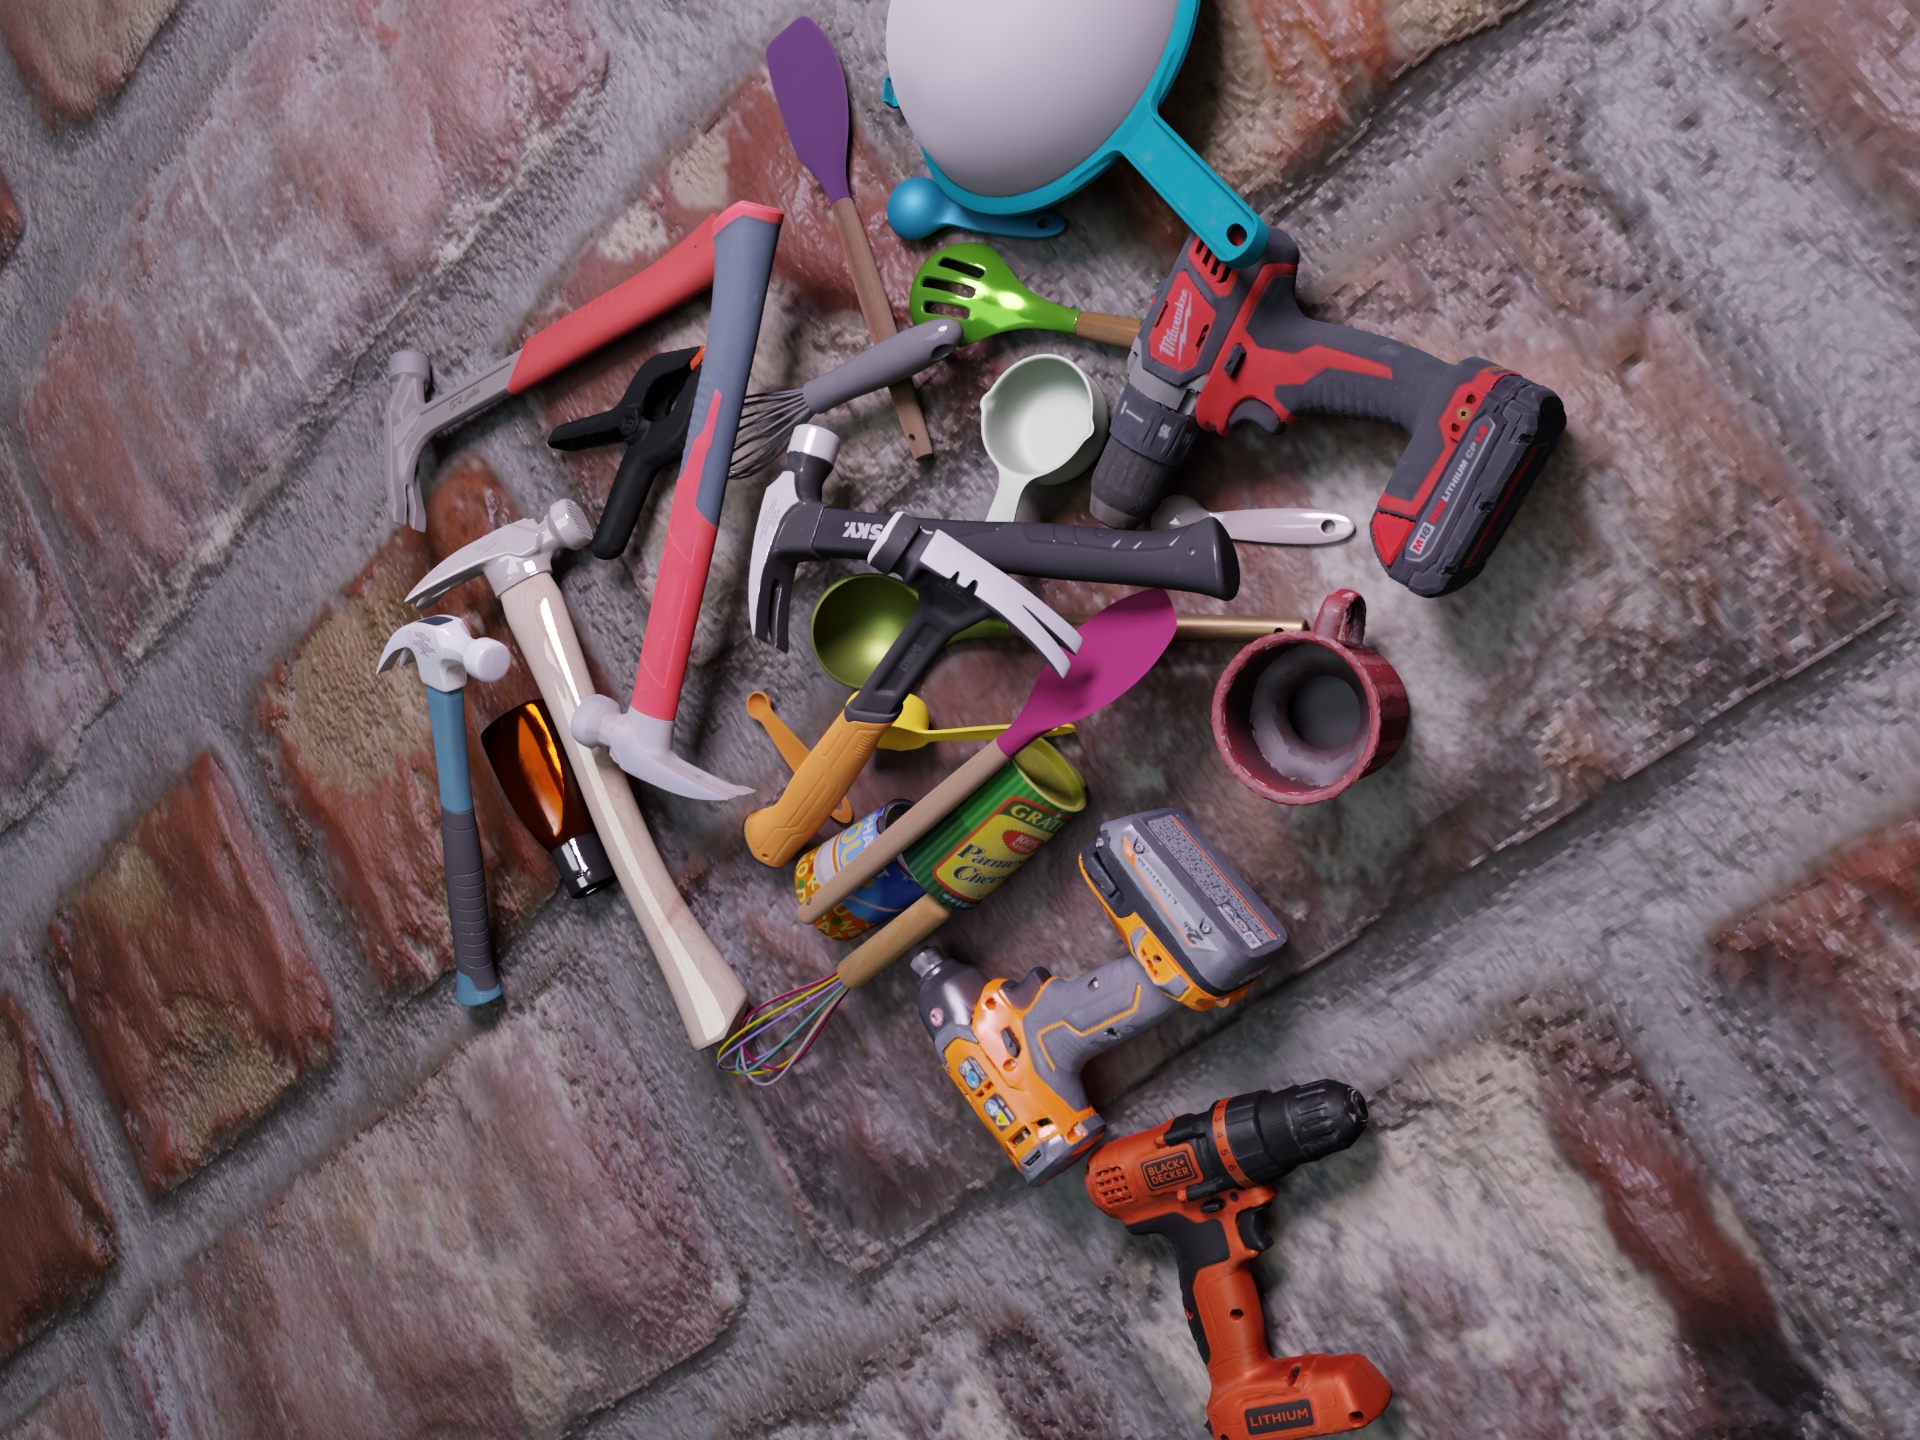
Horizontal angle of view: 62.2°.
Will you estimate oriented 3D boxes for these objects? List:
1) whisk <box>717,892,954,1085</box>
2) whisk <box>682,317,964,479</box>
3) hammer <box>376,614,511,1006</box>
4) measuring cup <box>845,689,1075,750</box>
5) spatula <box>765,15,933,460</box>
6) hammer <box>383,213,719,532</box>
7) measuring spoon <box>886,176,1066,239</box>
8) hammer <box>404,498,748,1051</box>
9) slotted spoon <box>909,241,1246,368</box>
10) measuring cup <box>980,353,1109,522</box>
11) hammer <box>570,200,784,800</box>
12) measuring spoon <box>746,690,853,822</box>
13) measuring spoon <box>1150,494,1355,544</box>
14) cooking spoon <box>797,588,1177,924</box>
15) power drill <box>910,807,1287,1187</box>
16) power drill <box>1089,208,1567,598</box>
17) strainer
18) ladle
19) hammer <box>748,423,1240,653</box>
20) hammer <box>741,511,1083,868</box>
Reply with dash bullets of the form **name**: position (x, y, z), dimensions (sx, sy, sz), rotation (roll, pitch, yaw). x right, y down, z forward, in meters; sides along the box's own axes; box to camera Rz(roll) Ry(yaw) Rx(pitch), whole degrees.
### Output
- **whisk**: position (-0.084, 0.180, 1.063), dimensions (0.047, 0.051, 0.245), rotation (43, 124, -8)
- **whisk**: position (-0.092, -0.210, 1.045), dimensions (0.239, 0.055, 0.055), rotation (-17, 84, 35)
- **hammer**: position (-0.376, 0.076, 1.193), dimensions (0.128, 0.033, 0.330), rotation (22, 122, 34)
- **measuring cup**: position (-0.002, -0.003, 1.019), dimensions (0.156, 0.062, 0.029), rotation (-2, 71, 19)
- **spatula**: position (-0.069, -0.320, 1.051), dimensions (0.060, 0.018, 0.316), rotation (-23, 80, 37)
- **hammer**: position (-0.295, -0.266, 1.167), dimensions (0.359, 0.036, 0.149), rotation (-19, 69, 28)
- **measuring spoon**: position (0.007, -0.321, 0.999), dimensions (0.129, 0.021, 0.042), rotation (16, 83, 27)
- **hammer**: position (-0.267, 0.049, 1.154), dimensions (0.146, 0.038, 0.411), rotation (-27, 80, 6)
- **slotted spoon**: position (0.096, -0.235, 0.953), dimensions (0.314, 0.031, 0.070), rotation (20, 93, 27)
- **measuring cup**: position (0.040, -0.139, 0.974), dimensions (0.083, 0.038, 0.167), rotation (22, 97, 31)
- **hammer**: position (-0.160, -0.139, 1.044), dimensions (0.143, 0.038, 0.386), rotation (23, 108, 25)
- **measuring spoon**: position (-0.110, 0.025, 1.103), dimensions (0.021, 0.011, 0.117), rotation (-47, 74, 24)
- **measuring spoon**: position (0.166, -0.114, 0.922), dimensions (0.124, 0.018, 0.034), rotation (5, 95, 30)
- **cooking spoon**: position (0.009, 0.031, 0.944), dimensions (0.319, 0.017, 0.069), rotation (-41, 38, 25)
- **power drill**: position (0.068, 0.155, 0.964), dimensions (0.164, 0.084, 0.226), rotation (51, 119, 20)
- **power drill**: position (0.184, -0.151, 0.864), dimensions (0.227, 0.080, 0.187), rotation (35, 116, 22)
- **strainer**: position (0.054, -0.363, 0.877), dimensions (0.211, 0.095, 0.341), rotation (-48, 52, 23)
- **ladle**: position (0.051, -0.054, 0.975), dimensions (0.320, 0.062, 0.078), rotation (3, 111, 28)
- **hammer**: position (0.009, -0.098, 0.934), dimensions (0.335, 0.035, 0.146), rotation (9, 78, 35)
- **hammer**: position (-0.056, 0.010, 0.984), dimensions (0.127, 0.034, 0.336), rotation (34, 139, -6)
